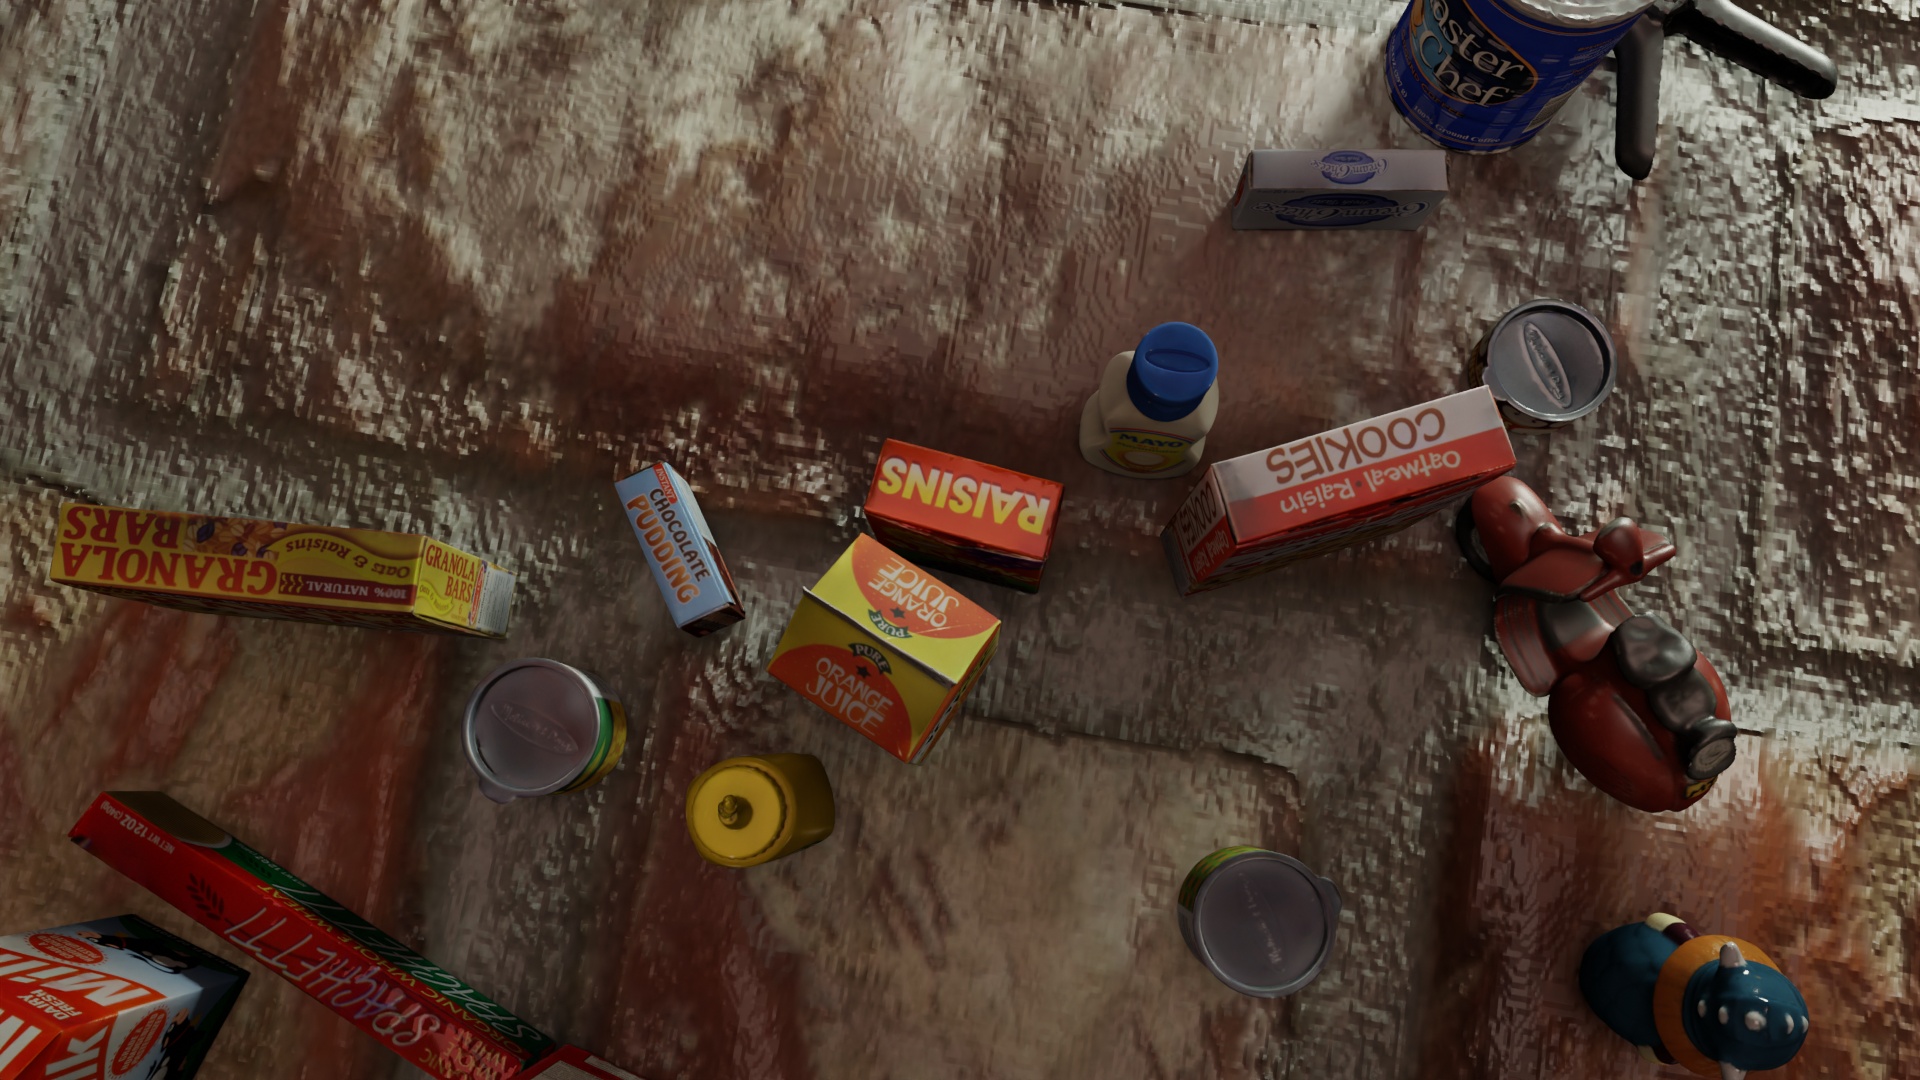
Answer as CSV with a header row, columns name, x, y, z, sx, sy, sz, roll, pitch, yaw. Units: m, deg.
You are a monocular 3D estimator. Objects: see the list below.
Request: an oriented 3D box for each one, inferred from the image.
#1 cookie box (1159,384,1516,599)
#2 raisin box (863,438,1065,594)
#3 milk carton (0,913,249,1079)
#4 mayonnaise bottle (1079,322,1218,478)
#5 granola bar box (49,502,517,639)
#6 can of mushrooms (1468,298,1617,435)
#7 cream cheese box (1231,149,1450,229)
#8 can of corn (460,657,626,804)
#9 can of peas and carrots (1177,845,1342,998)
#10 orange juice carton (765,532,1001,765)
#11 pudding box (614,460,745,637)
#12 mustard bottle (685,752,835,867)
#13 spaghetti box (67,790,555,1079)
name,x,y,z,sx,sy,sz,roll,pitch,yaw
cookie box,0.167,-0.017,0.648,0.123,0.167,0.040,-17,81,-2
raisin box,0.002,-0.008,0.671,0.086,0.123,0.040,16,81,3
milk carton,-0.402,0.219,0.600,0.072,0.190,0.073,25,82,5
mayonnaise bottle,0.093,-0.065,0.668,0.065,0.148,0.041,8,81,2
granola bar box,-0.317,0.018,0.669,0.166,0.124,0.039,5,80,2
can of mushrooms,0.302,-0.089,0.728,0.071,0.033,0.071,0,80,1
cream cheese box,0.199,-0.185,0.736,0.104,0.053,0.024,0,80,1
can of corn,-0.205,0.096,0.687,0.071,0.058,0.071,0,80,1
can of peas and carrots,0.143,0.180,0.668,0.071,0.058,0.071,0,80,1
orange juice carton,-0.031,0.052,0.625,0.072,0.192,0.073,33,82,6
pudding box,-0.142,0.005,0.707,0.030,0.049,0.084,-26,81,-4
mustard bottle,-0.095,0.123,0.629,0.065,0.160,0.049,-14,80,-2
spaghetti box,-0.312,0.196,0.674,0.250,0.050,0.029,30,82,6
